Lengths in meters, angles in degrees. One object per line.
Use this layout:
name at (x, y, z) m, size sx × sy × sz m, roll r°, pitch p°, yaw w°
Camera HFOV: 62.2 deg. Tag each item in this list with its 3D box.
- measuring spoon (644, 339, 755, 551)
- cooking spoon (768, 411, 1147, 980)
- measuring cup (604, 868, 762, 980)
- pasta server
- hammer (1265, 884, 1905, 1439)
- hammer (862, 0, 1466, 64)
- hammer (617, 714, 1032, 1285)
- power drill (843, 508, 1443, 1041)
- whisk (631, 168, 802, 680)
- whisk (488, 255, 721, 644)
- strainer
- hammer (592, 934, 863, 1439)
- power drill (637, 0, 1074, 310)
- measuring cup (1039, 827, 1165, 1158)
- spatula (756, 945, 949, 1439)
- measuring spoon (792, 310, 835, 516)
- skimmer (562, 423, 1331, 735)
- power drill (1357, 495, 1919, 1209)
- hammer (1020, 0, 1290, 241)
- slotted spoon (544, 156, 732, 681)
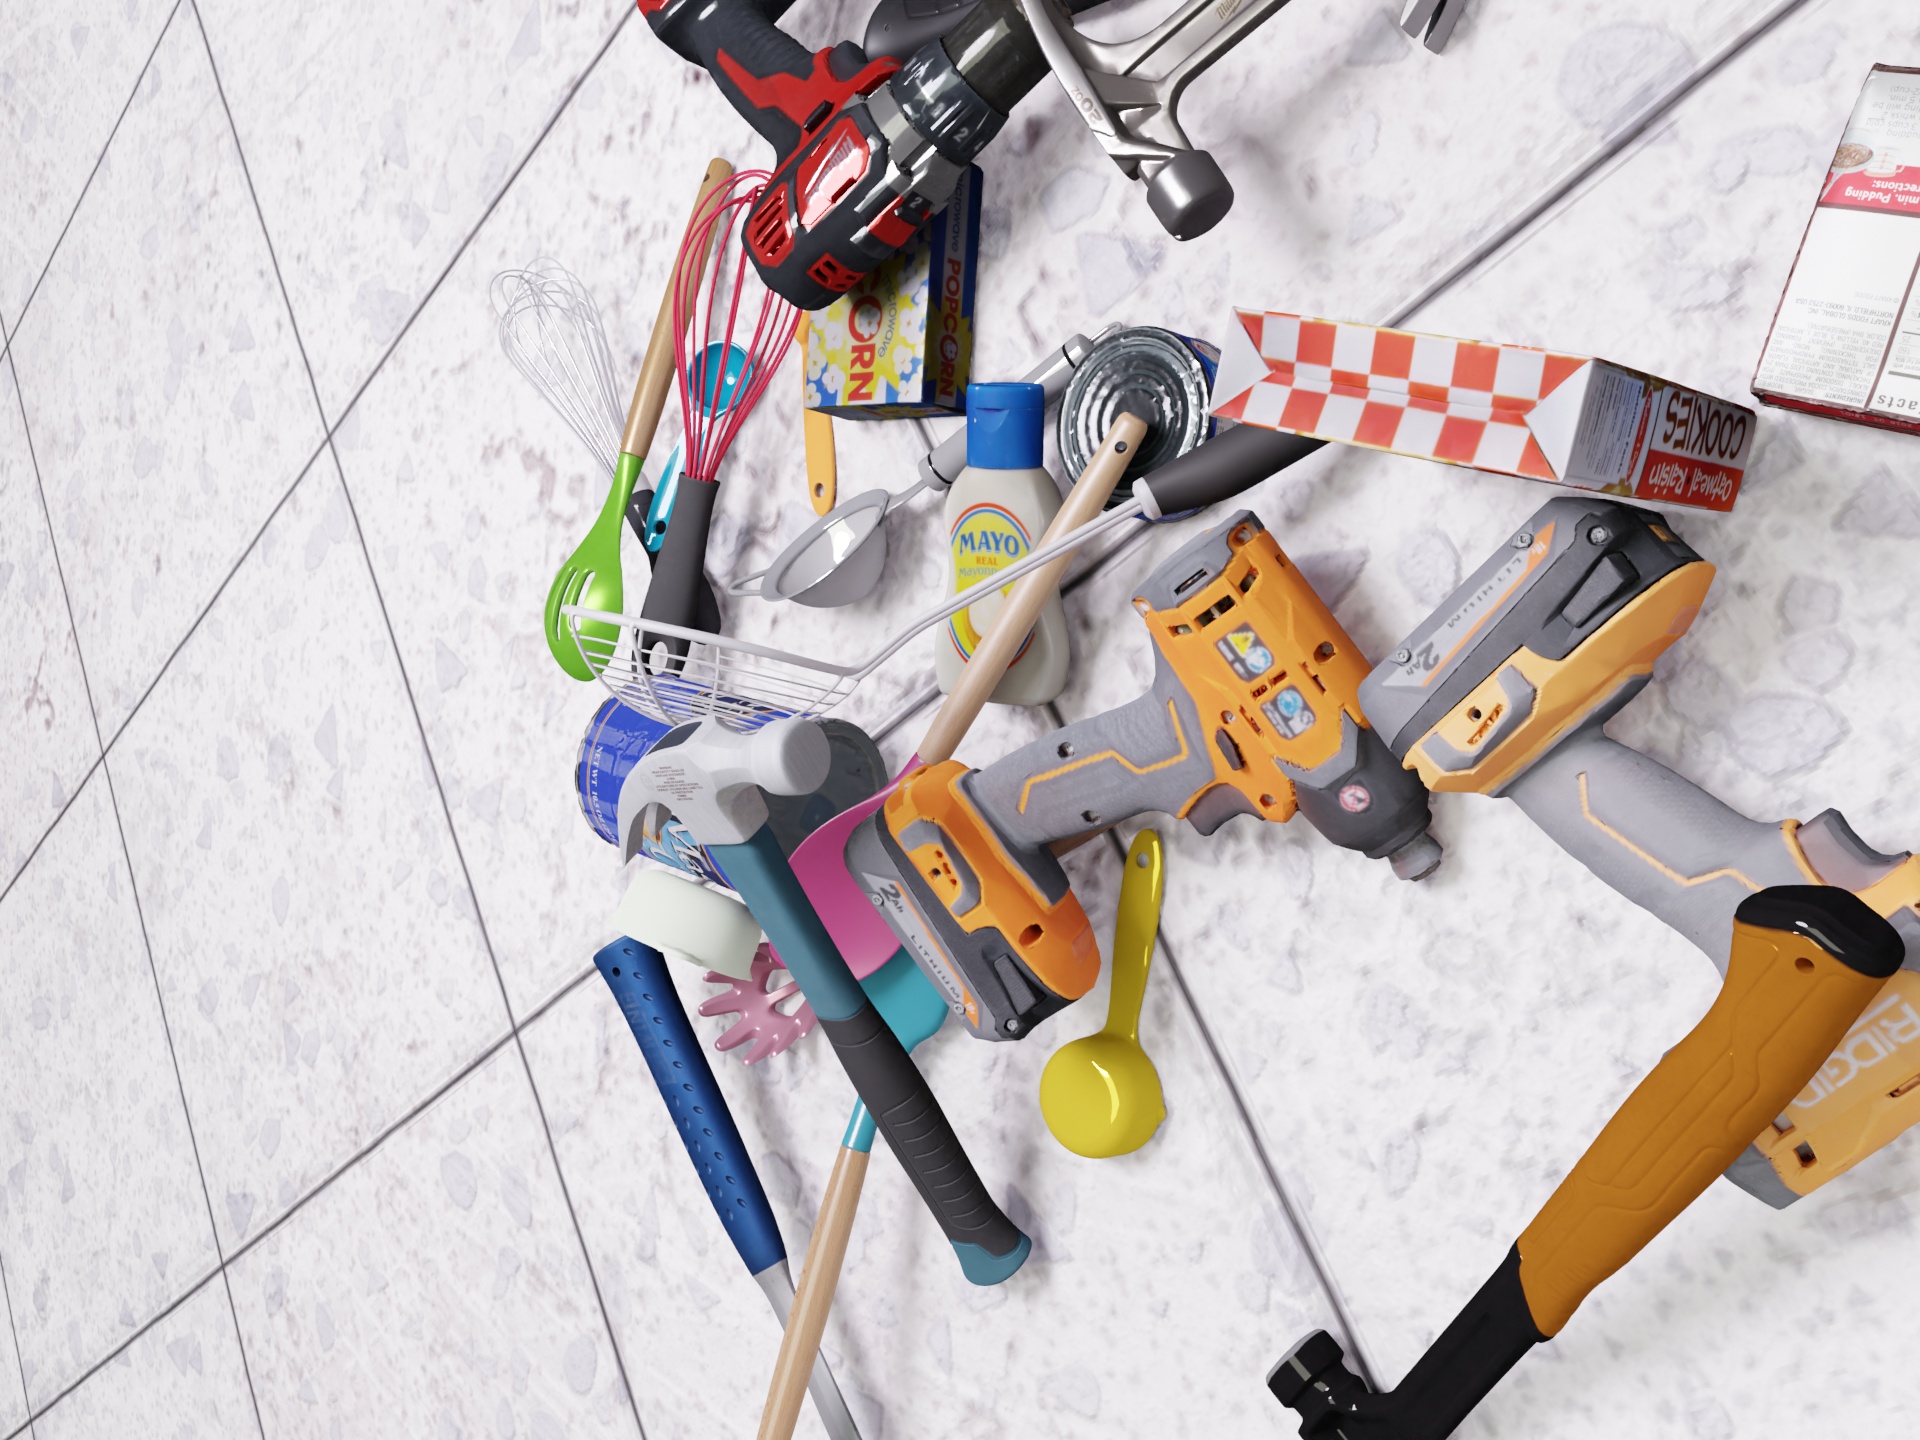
measuring spoon at (-0.152, -0.156, 0.919) m, size 0.042 × 0.021 × 0.128 m, roll 25°, pitch 97°, yaw 18°
cooking spoon at (-0.001, -0.002, 0.742) m, size 0.068 × 0.017 × 0.319 m, roll 30°, pitch 108°, yaw -2°
measuring cup at (-0.133, 0.100, 0.788) m, size 0.167 × 0.083 × 0.038 m, roll 149°, pitch 144°, yaw -78°
pasta server at (-0.021, 0.098, 0.807) m, size 0.316 × 0.040 × 0.060 m, roll -33°, pitch 80°, yaw 35°
hammer at (0.216, 0.188, 0.546) m, size 0.127 × 0.034 × 0.336 m, roll 45°, pitch 134°, yaw 31°
hammer at (0.082, -0.343, 0.722) m, size 0.335 × 0.035 × 0.146 m, roll 0°, pitch 89°, yaw 41°
hammer at (-0.046, 0.137, 0.708) m, size 0.128 × 0.033 × 0.330 m, roll -3°, pitch 125°, yaw 39°
power drill at (0.079, 0.041, 0.672) m, size 0.226 × 0.084 × 0.164 m, roll -38°, pitch 88°, yaw 23°
whisk at (-0.140, -0.153, 0.878) m, size 0.073 × 0.073 × 0.295 m, roll 26°, pitch 107°, yaw 38°
whisk at (-0.212, -0.165, 0.961) m, size 0.070 × 0.070 × 0.285 m, roll -40°, pitch 70°, yaw 33°
strainer at (-0.017, -0.119, 0.803) m, size 0.258 × 0.050 × 0.087 m, roll -35°, pitch 24°, yaw 30°
hammer at (-0.101, 0.302, 0.844) m, size 0.144 × 0.035 × 0.406 m, roll -36°, pitch 75°, yaw 35°
power drill at (-0.058, -0.337, 0.772) m, size 0.188 × 0.080 × 0.227 m, roll -37°, pitch 67°, yaw 26°
measuring cup at (0.069, 0.127, 0.733) m, size 0.062 × 0.029 × 0.156 m, roll 13°, pitch 99°, yaw 40°
spatula at (-0.065, 0.238, 0.789) m, size 0.082 × 0.044 × 0.317 m, roll 12°, pitch 82°, yaw 21°
measuring spoon at (-0.083, -0.170, 0.878) m, size 0.021 × 0.011 × 0.117 m, roll -9°, pitch 83°, yaw 40°
skimmer at (0.010, -0.090, 0.666) m, size 0.363 × 0.127 × 0.090 m, roll -27°, pitch 85°, yaw 7°
power drill at (0.268, 0.022, 0.533) m, size 0.185 × 0.084 × 0.226 m, roll -49°, pitch 65°, yaw 30°
hammer at (0.185, -0.347, 0.589) m, size 0.359 × 0.036 × 0.149 m, roll -34°, pitch 76°, yaw 25°
slotted spoon at (-0.183, -0.176, 0.914) m, size 0.070 × 0.031 × 0.314 m, roll 11°, pitch 83°, yaw 43°
